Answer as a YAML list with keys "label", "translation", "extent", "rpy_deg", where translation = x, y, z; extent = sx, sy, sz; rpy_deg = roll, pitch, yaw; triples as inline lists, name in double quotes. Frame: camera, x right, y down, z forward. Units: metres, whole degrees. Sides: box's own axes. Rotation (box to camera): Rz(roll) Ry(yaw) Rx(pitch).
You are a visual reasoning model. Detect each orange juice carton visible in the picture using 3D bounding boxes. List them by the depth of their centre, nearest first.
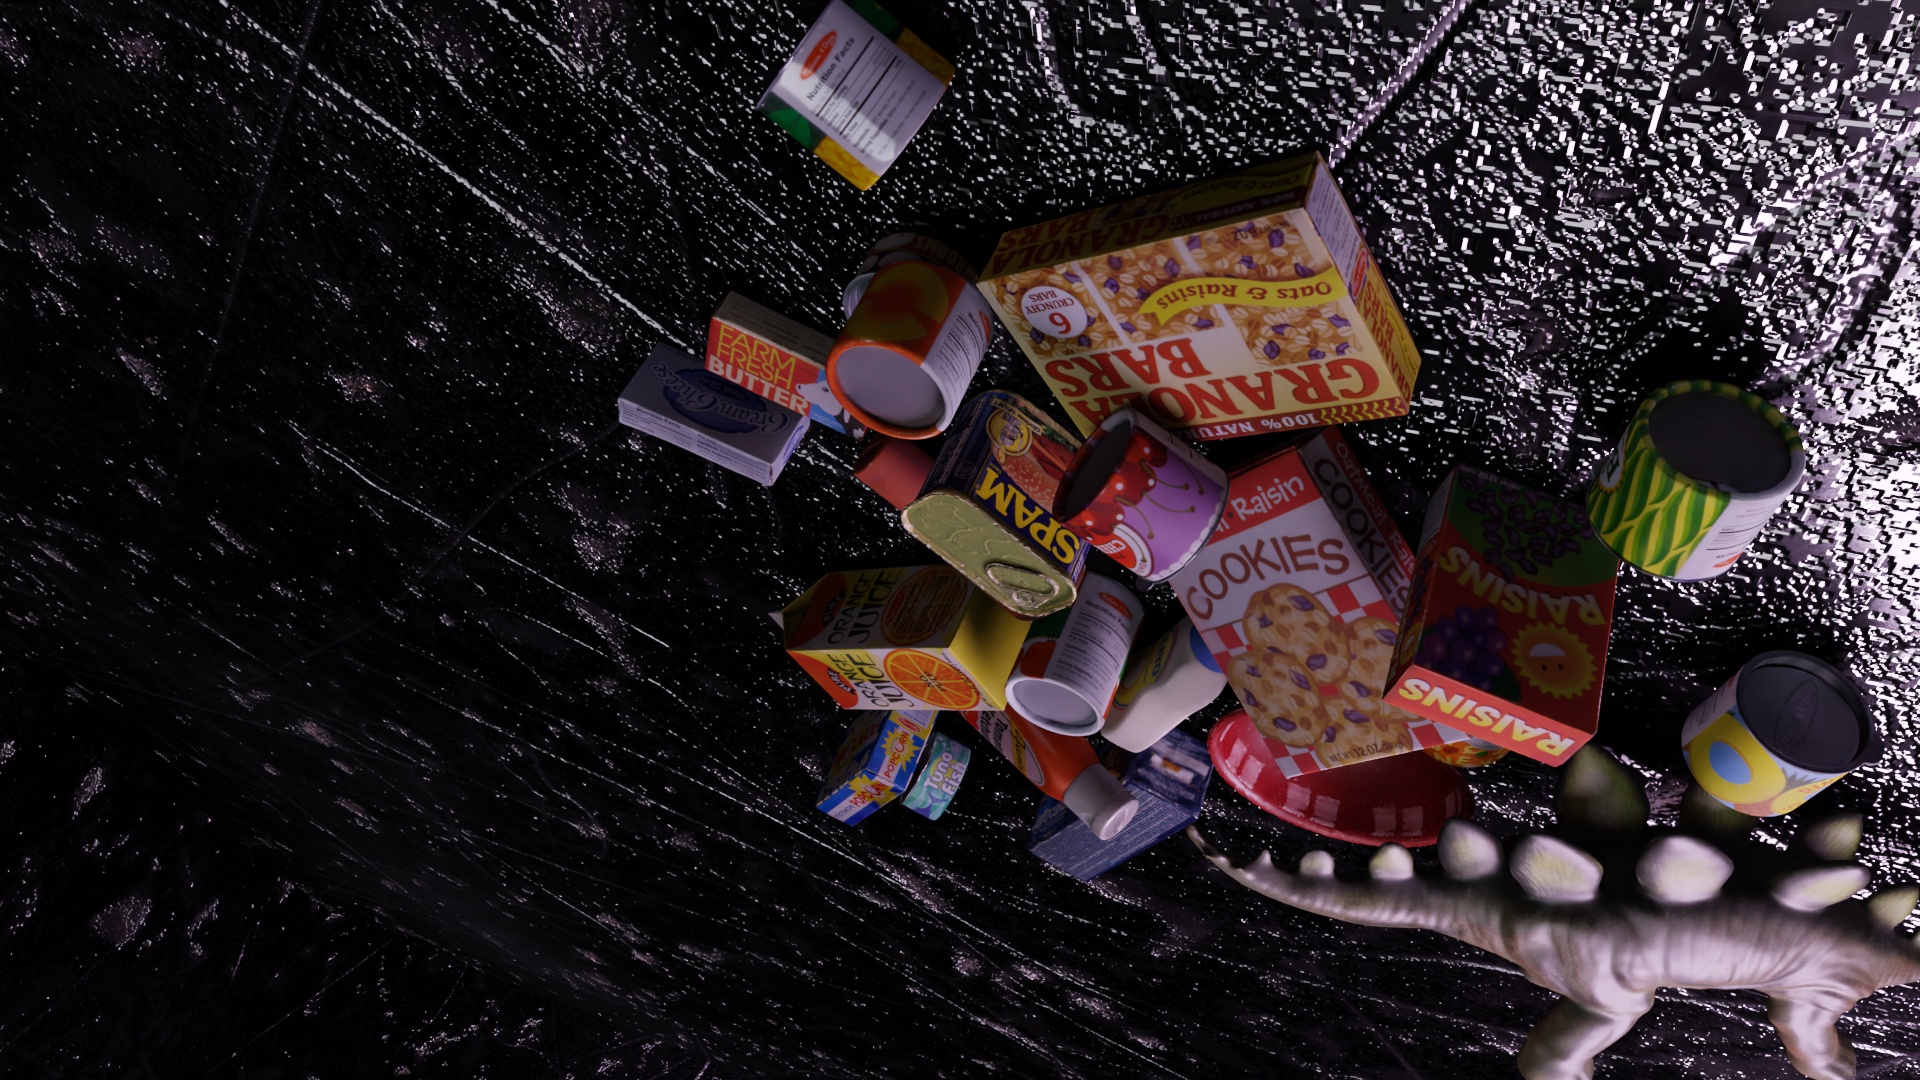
- label: "orange juice carton"
  translation: [-0.049, 0.068, 0.962]
  extent: [0.192, 0.073, 0.071]
  rpy_deg: [-5, 137, 40]

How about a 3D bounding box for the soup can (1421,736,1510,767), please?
- label: "soup can"
  translation: [0.281, 0.077, 0.747]
  extent: [0.071, 0.072, 0.083]
  rpy_deg: [17, 147, 14]

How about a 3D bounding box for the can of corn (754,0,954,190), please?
- label: "can of corn"
  translation: [-0.045, -0.193, 0.591]
  extent: [0.058, 0.071, 0.071]
  rpy_deg: [35, 147, -16]

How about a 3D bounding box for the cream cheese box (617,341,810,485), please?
- label: "cream cheese box"
  translation: [-0.149, -0.077, 0.840]
  extent: [0.104, 0.053, 0.024]
  rpy_deg: [23, 146, 4]

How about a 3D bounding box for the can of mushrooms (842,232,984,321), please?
- label: "can of mushrooms"
  translation: [-0.022, -0.122, 0.704]
  extent: [0.071, 0.033, 0.070]
  rpy_deg: [18, 147, 13]

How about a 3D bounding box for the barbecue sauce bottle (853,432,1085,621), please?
- label: "barbecue sauce bottle"
  translation: [0.003, -0.011, 0.839]
  extent: [0.148, 0.044, 0.064]
  rpy_deg: [38, 147, -19]

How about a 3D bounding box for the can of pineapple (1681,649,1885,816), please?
- label: "can of pineapple"
  translation: [0.406, 0.098, 0.690]
  extent: [0.071, 0.071, 0.057]
  rpy_deg: [20, 148, 9]

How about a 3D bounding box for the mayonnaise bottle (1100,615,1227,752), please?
- label: "mayonnaise bottle"
  translation: [0.138, 0.079, 0.860]
  extent: [0.041, 0.065, 0.147]
  rpy_deg: [28, 144, -8]

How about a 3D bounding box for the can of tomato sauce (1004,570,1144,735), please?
- label: "can of tomato sauce"
  translation: [0.071, 0.071, 0.872]
  extent: [0.071, 0.083, 0.070]
  rpy_deg: [18, 147, 12]

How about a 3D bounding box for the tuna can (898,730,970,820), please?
- label: "tuna can"
  translation: [-0.020, 0.190, 1.123]
  extent: [0.033, 0.071, 0.070]
  rpy_deg: [28, 148, -5]

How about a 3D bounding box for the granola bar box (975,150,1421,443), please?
- label: "granola bar box"
  translation: [0.109, -0.101, 0.637]
  extent: [0.165, 0.039, 0.124]
  rpy_deg: [-5, 138, 39]

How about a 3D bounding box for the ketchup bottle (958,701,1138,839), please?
- label: "ketchup bottle"
  translation: [0.059, 0.144, 0.964]
  extent: [0.149, 0.044, 0.064]
  rpy_deg: [42, 147, 29]

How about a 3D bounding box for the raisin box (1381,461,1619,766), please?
- label: "raisin box"
  translation: [0.254, 0.033, 0.649]
  extent: [0.086, 0.124, 0.039]
  rpy_deg: [22, 147, 5]

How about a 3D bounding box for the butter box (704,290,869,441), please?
- label: "butter box"
  translation: [-0.094, -0.100, 0.796]
  extent: [0.103, 0.024, 0.053]
  rpy_deg: [25, 147, 1]

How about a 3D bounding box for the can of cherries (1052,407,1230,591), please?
- label: "can of cherries"
  translation: [0.085, -0.019, 0.668]
  extent: [0.058, 0.072, 0.071]
  rpy_deg: [33, 147, -17]

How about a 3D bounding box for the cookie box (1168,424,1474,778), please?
- label: "cookie box"
  translation: [0.180, 0.035, 0.721]
  extent: [0.122, 0.040, 0.167]
  rpy_deg: [-28, 93, 52]

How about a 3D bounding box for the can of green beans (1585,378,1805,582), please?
- label: "can of green beans"
  translation: [0.307, -0.025, 0.583]
  extent: [0.071, 0.071, 0.057]
  rpy_deg: [18, 146, 12]

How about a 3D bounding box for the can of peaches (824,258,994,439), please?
- label: "can of peaches"
  translation: [-0.026, -0.091, 0.664]
  extent: [0.071, 0.058, 0.071]
  rpy_deg: [16, 146, 12]

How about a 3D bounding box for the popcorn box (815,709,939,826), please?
- label: "popcorn box"
  translation: [-0.066, 0.170, 1.110]
  extent: [0.038, 0.085, 0.126]
  rpy_deg: [31, 147, -9]
